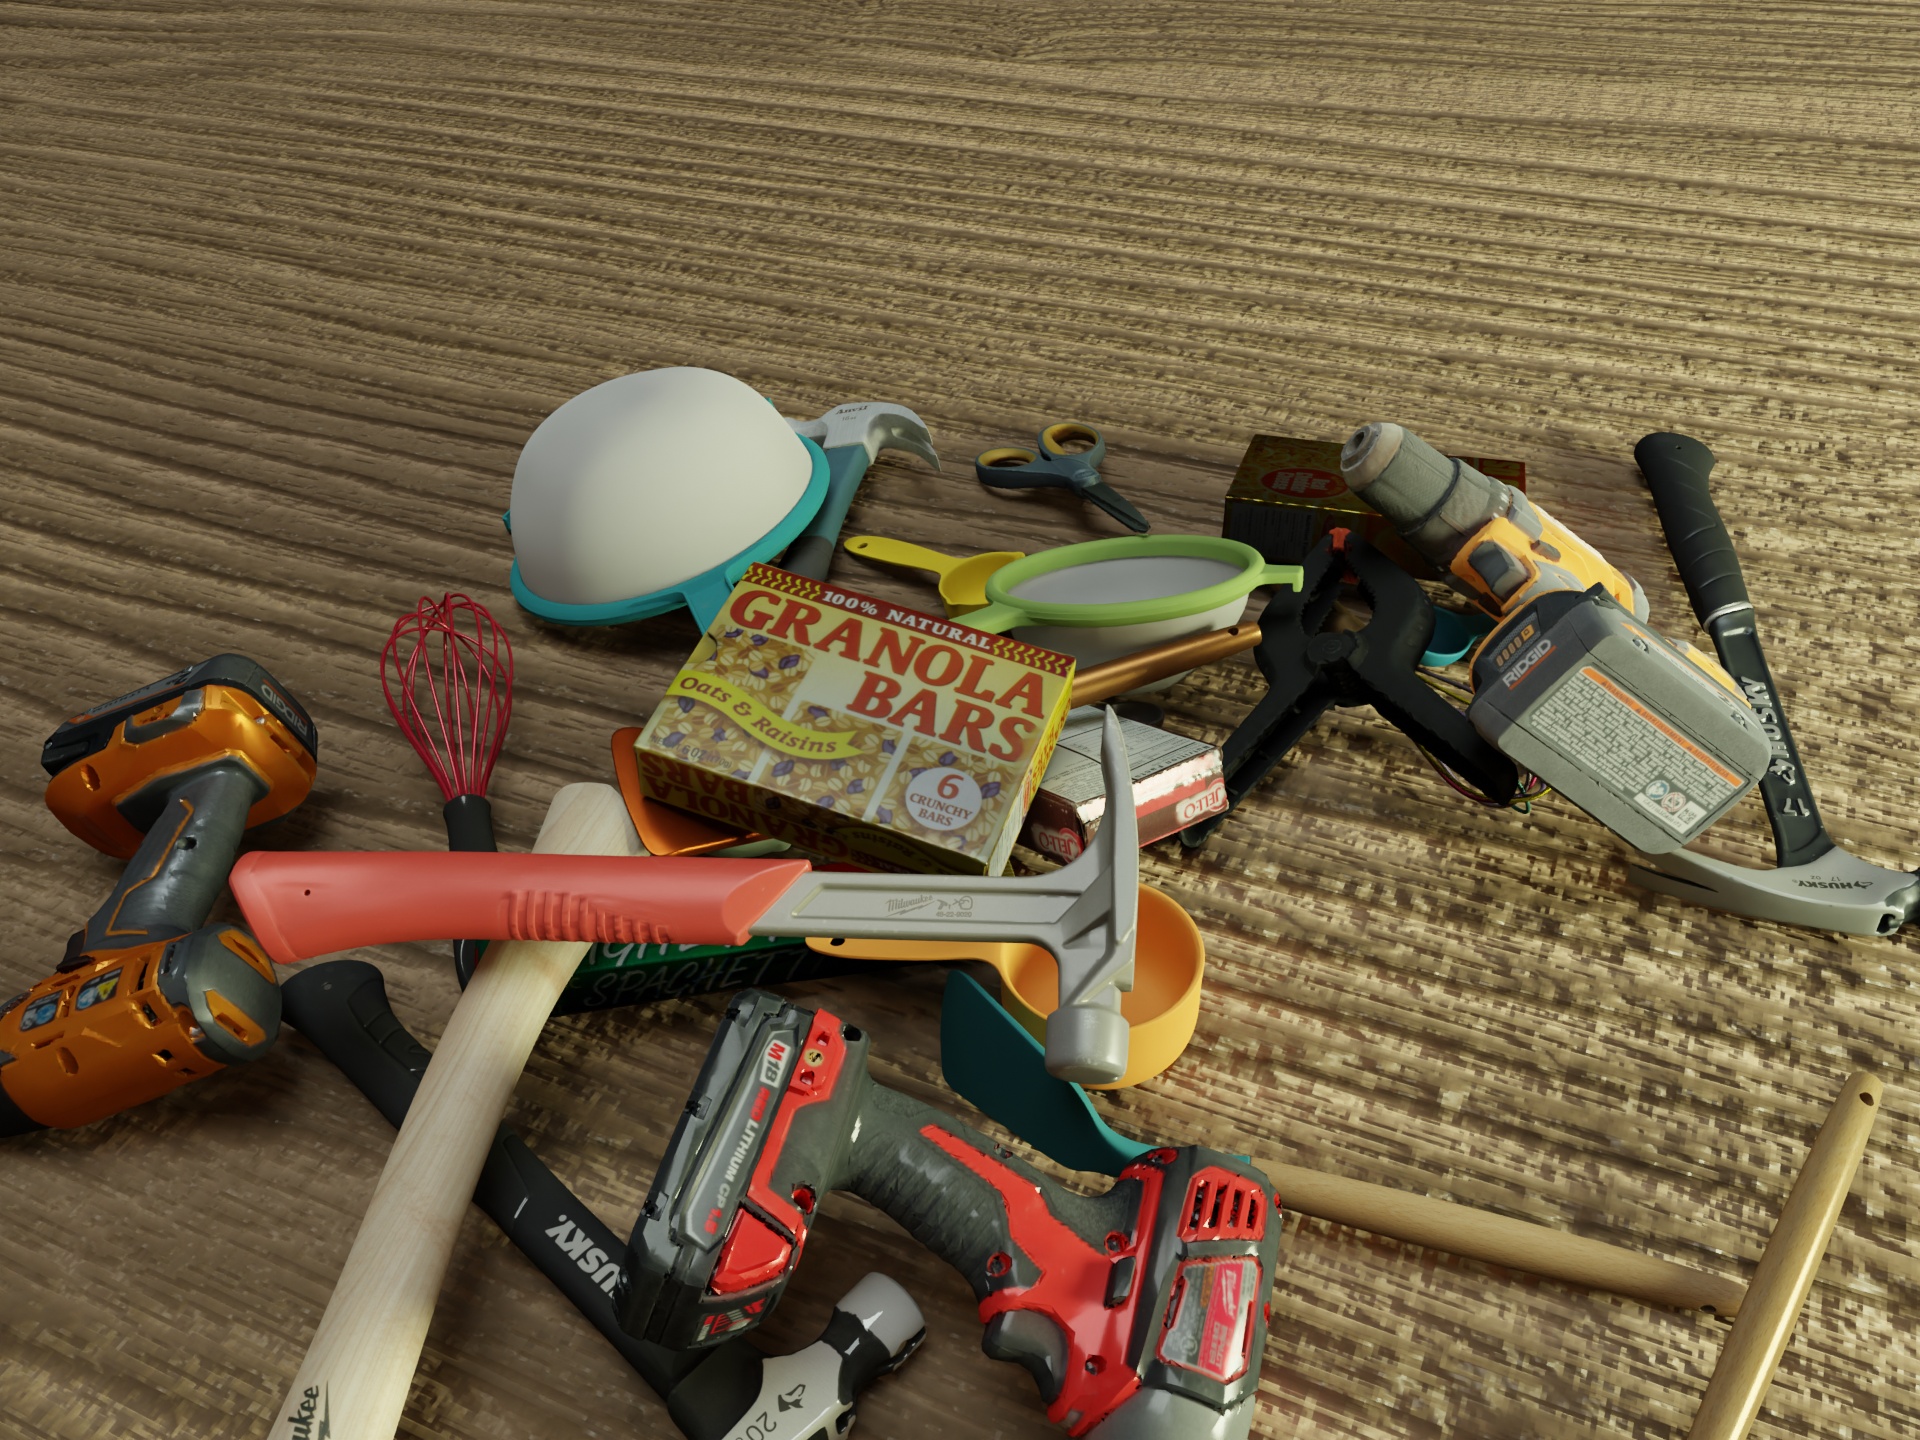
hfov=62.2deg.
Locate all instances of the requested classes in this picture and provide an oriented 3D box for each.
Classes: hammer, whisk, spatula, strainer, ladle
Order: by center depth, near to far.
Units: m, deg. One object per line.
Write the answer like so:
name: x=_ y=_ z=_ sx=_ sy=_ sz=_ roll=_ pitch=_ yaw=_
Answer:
ladle: x=0.263 y=0.225 z=0.529 sx=0.078 sy=0.062 sz=0.320 roll=38 pitch=54 yaw=14
hammer: x=-0.208 y=0.178 z=0.586 sx=0.146 sy=0.038 sz=0.411 roll=7 pitch=44 yaw=5
spatula: x=0.138 y=0.173 z=0.617 sx=0.317 sy=0.082 sz=0.044 roll=13 pitch=44 yaw=10
hammer: x=-0.110 y=0.063 z=0.634 sx=0.359 sy=0.036 sz=0.149 roll=1 pitch=63 yaw=5
hammer: x=-0.182 y=0.193 z=0.637 sx=0.335 sy=0.035 sz=0.146 roll=29 pitch=50 yaw=33
spatula: x=-0.001 y=-0.002 z=0.761 sx=0.322 sy=0.041 sz=0.081 roll=-18 pitch=51 yaw=-12
whisk: x=-0.256 y=0.032 z=0.821 sx=0.073 sy=0.073 sz=0.296 roll=-14 pitch=47 yaw=-11
strainer: x=0.046 y=-0.036 z=0.839 sx=0.256 sy=0.069 sz=0.152 roll=-19 pitch=22 yaw=-26
whisk: x=0.233 y=-0.026 z=0.851 sx=0.047 sy=0.051 sz=0.245 roll=-44 pitch=38 yaw=8
hammer: x=0.413 y=-0.042 z=0.859 sx=0.149 sy=0.036 sz=0.409 roll=2 pitch=40 yaw=10
strainer: x=-0.171 y=-0.125 z=0.917 sx=0.211 sy=0.095 sz=0.341 roll=-26 pitch=34 yaw=-7
hammer: x=-0.095 y=-0.096 z=0.962 sx=0.128 sy=0.033 sz=0.331 roll=-6 pitch=41 yaw=18

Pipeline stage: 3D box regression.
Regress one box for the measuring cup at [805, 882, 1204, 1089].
measuring cup: x=0.019 y=0.115 z=0.697 sx=0.173 sy=0.052 sz=0.095 roll=2 pitch=41 yaw=10

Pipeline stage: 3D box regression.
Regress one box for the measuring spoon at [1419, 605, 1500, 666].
measuring spoon: x=0.301 y=-0.048 z=0.894 sx=0.128 sy=0.021 sz=0.042 roll=-6 pitch=47 yaw=-15

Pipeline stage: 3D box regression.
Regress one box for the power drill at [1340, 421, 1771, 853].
power drill: x=0.273 y=-0.056 z=0.768 sx=0.185 sy=0.084 sz=0.226 roll=33 pitch=26 yaw=-14

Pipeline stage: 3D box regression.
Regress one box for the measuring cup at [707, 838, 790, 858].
measuring cup: x=-0.078 y=0.002 z=0.811 sx=0.167 sy=0.038 sz=0.083 roll=-36 pitch=72 yaw=-15

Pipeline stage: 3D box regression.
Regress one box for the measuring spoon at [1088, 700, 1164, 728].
measuring spoon: x=0.049 y=0.002 z=0.859 sx=0.124 sy=0.018 sz=0.034 roll=2 pitch=23 yaw=18

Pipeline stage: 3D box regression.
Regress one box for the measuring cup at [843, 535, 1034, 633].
measuring cup: x=-0.016 y=-0.085 z=0.965 sx=0.062 sy=0.029 sz=0.157 roll=-37 pitch=38 yaw=-29

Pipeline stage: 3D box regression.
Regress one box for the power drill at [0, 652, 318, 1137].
power drill: x=-0.391 y=0.085 z=0.742 sx=0.164 sy=0.084 sz=0.227 roll=-22 pitch=44 yaw=7

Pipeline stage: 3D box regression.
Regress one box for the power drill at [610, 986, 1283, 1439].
power drill: x=0.000 y=0.193 z=0.549 sx=0.219 sy=0.078 sz=0.143 roll=21 pitch=51 yaw=-2
